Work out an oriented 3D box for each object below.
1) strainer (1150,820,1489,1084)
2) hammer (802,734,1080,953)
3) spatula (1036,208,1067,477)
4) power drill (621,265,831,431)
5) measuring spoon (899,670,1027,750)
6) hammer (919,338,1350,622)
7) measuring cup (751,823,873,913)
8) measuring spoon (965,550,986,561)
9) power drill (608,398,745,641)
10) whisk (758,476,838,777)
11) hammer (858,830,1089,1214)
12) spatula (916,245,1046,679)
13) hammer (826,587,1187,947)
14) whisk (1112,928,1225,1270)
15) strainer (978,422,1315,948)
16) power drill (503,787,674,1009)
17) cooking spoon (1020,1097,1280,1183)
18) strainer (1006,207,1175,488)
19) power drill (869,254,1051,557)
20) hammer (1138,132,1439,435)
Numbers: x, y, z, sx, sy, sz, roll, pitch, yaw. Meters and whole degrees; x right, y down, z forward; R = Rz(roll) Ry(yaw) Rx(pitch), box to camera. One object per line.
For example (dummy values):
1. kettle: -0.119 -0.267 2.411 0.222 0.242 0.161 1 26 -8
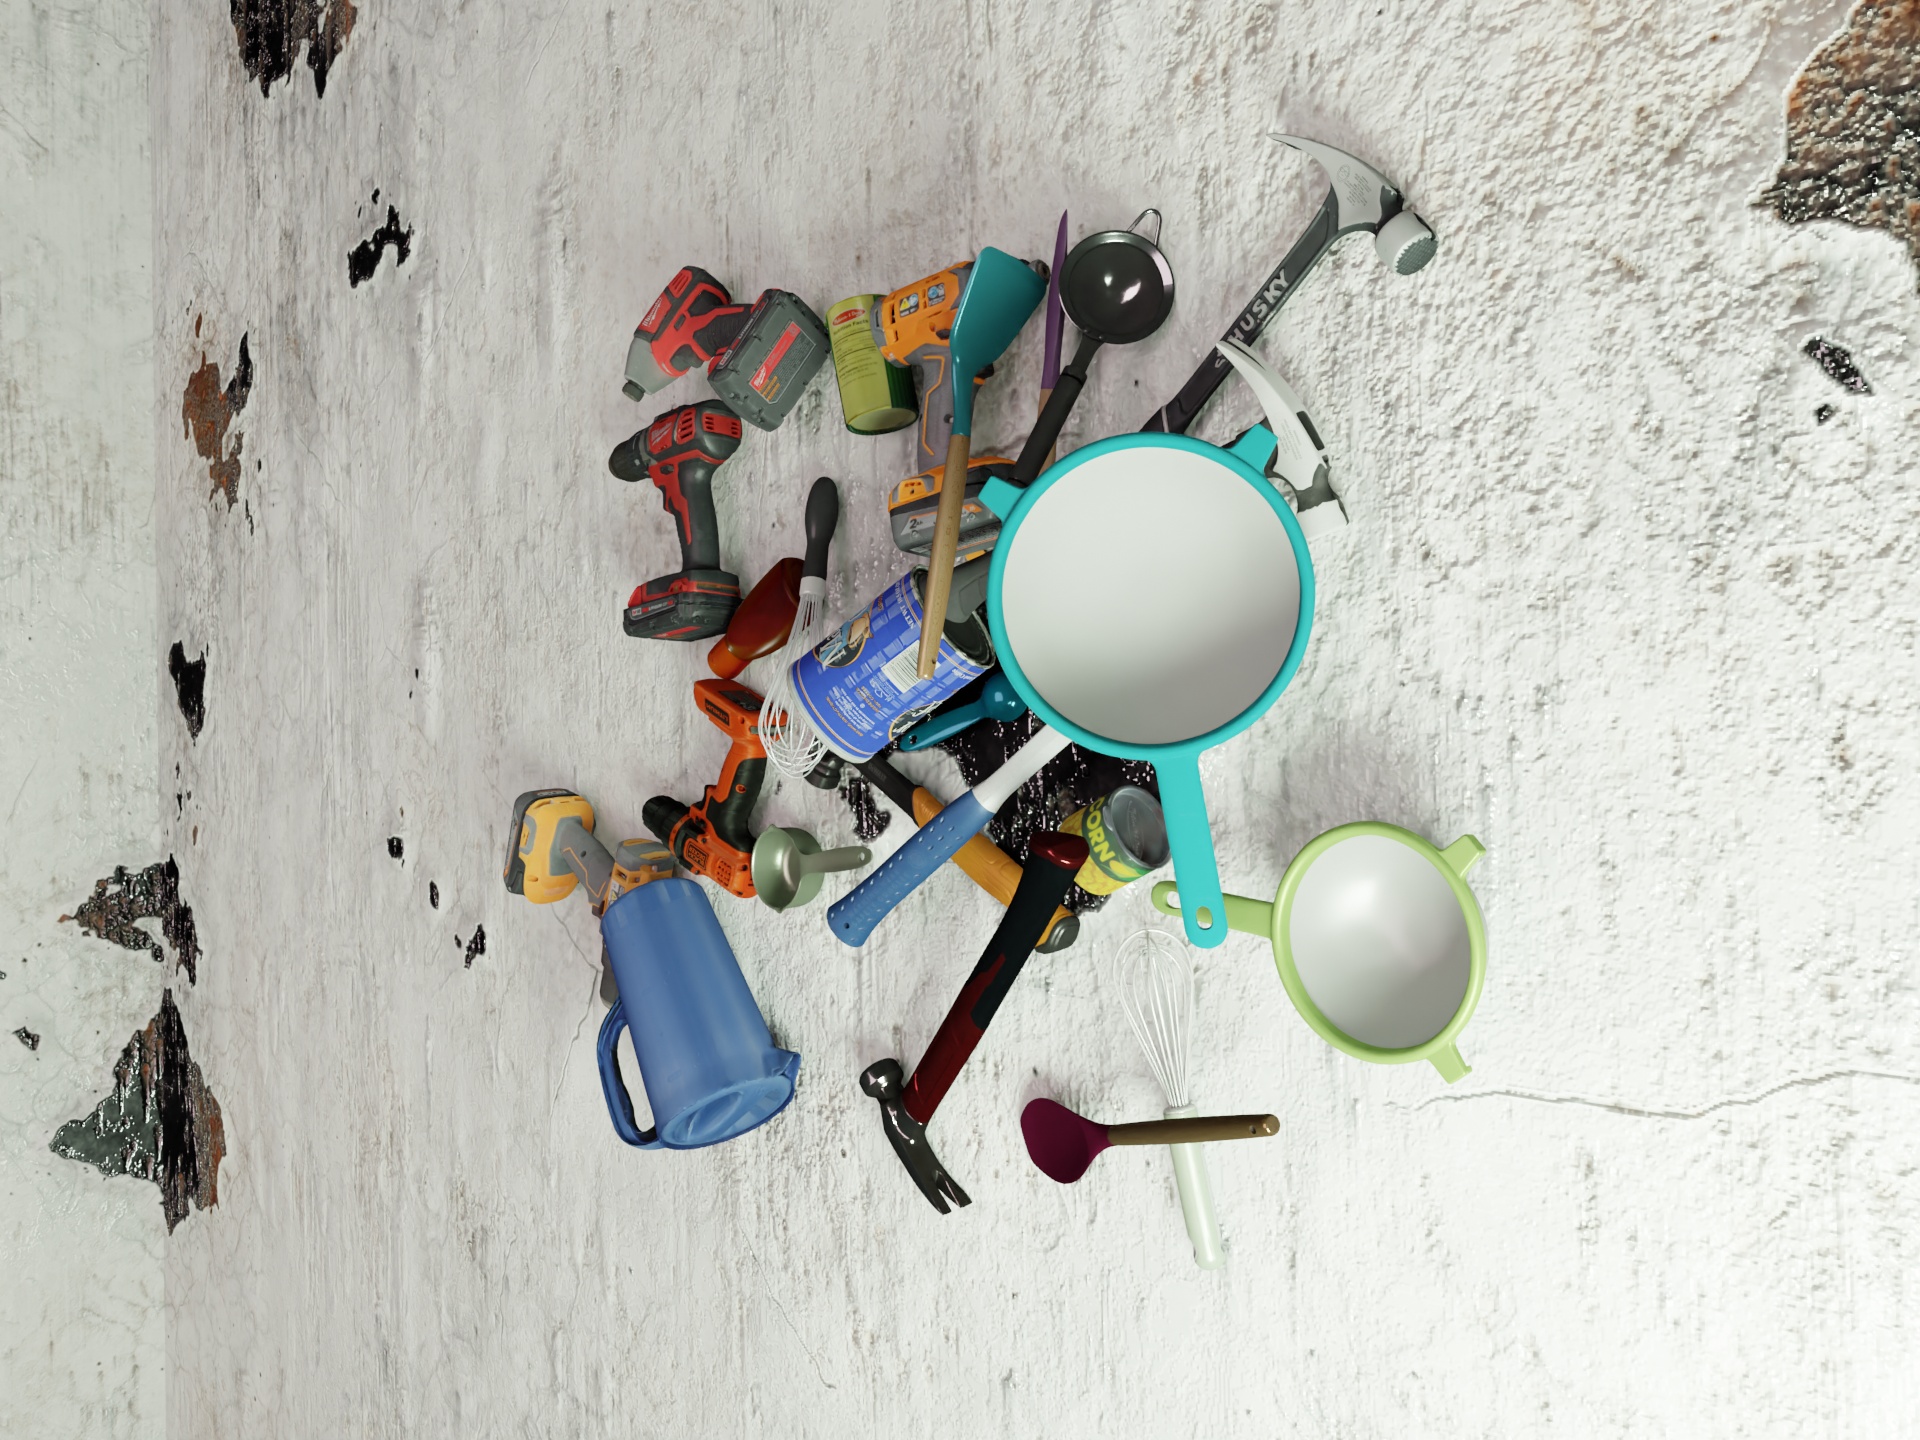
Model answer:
1. strainer: 0.241 0.133 1.044 0.256 0.069 0.151 7 97 48
2. hammer: -0.016 0.078 1.333 0.337 0.034 0.127 39 118 38
3. spatula: 0.066 -0.226 1.214 0.060 0.018 0.316 -132 47 -85
4. power drill: -0.232 -0.348 1.495 0.220 0.078 0.143 26 80 45
5. measuring spoon: -0.002 -0.004 1.302 0.128 0.021 0.042 -26 67 25
6. hammer: 0.103 -0.149 1.146 0.335 0.035 0.146 -21 94 35
7. measuring cup: -0.126 0.129 1.445 0.167 0.038 0.083 -12 81 43
8. measuring spoon: 0.024 -0.122 1.310 0.021 0.011 0.117 -44 63 23
9. power drill: -0.289 -0.195 1.586 0.188 0.080 0.227 -8 82 45
10. whisk: -0.134 -0.086 1.412 0.070 0.070 0.285 -14 64 45
11. hammer: 0.021 0.233 1.243 0.143 0.038 0.386 54 137 30
12. spatula: 0.004 -0.186 1.182 0.044 0.082 0.317 5 85 38
13. hammer: 0.022 0.050 1.227 0.144 0.035 0.405 45 122 -2
14. whisk: 0.158 0.273 1.150 0.058 0.059 0.246 92 167 -84
15. strainer: 0.140 -0.022 1.068 0.211 0.095 0.340 -10 96 12
16. power drill: -0.396 0.188 1.698 0.226 0.084 0.185 26 110 38
17. cooking spoon: 0.127 0.299 1.149 0.319 0.017 0.069 -29 76 58
18. strainer: 0.085 -0.259 1.168 0.258 0.087 0.050 -63 0 -11
19. power drill: 0.010 -0.257 1.271 0.164 0.084 0.226 -12 78 38
20. hammer: 0.160 -0.232 1.149 0.408 0.036 0.149 -50 56 34
